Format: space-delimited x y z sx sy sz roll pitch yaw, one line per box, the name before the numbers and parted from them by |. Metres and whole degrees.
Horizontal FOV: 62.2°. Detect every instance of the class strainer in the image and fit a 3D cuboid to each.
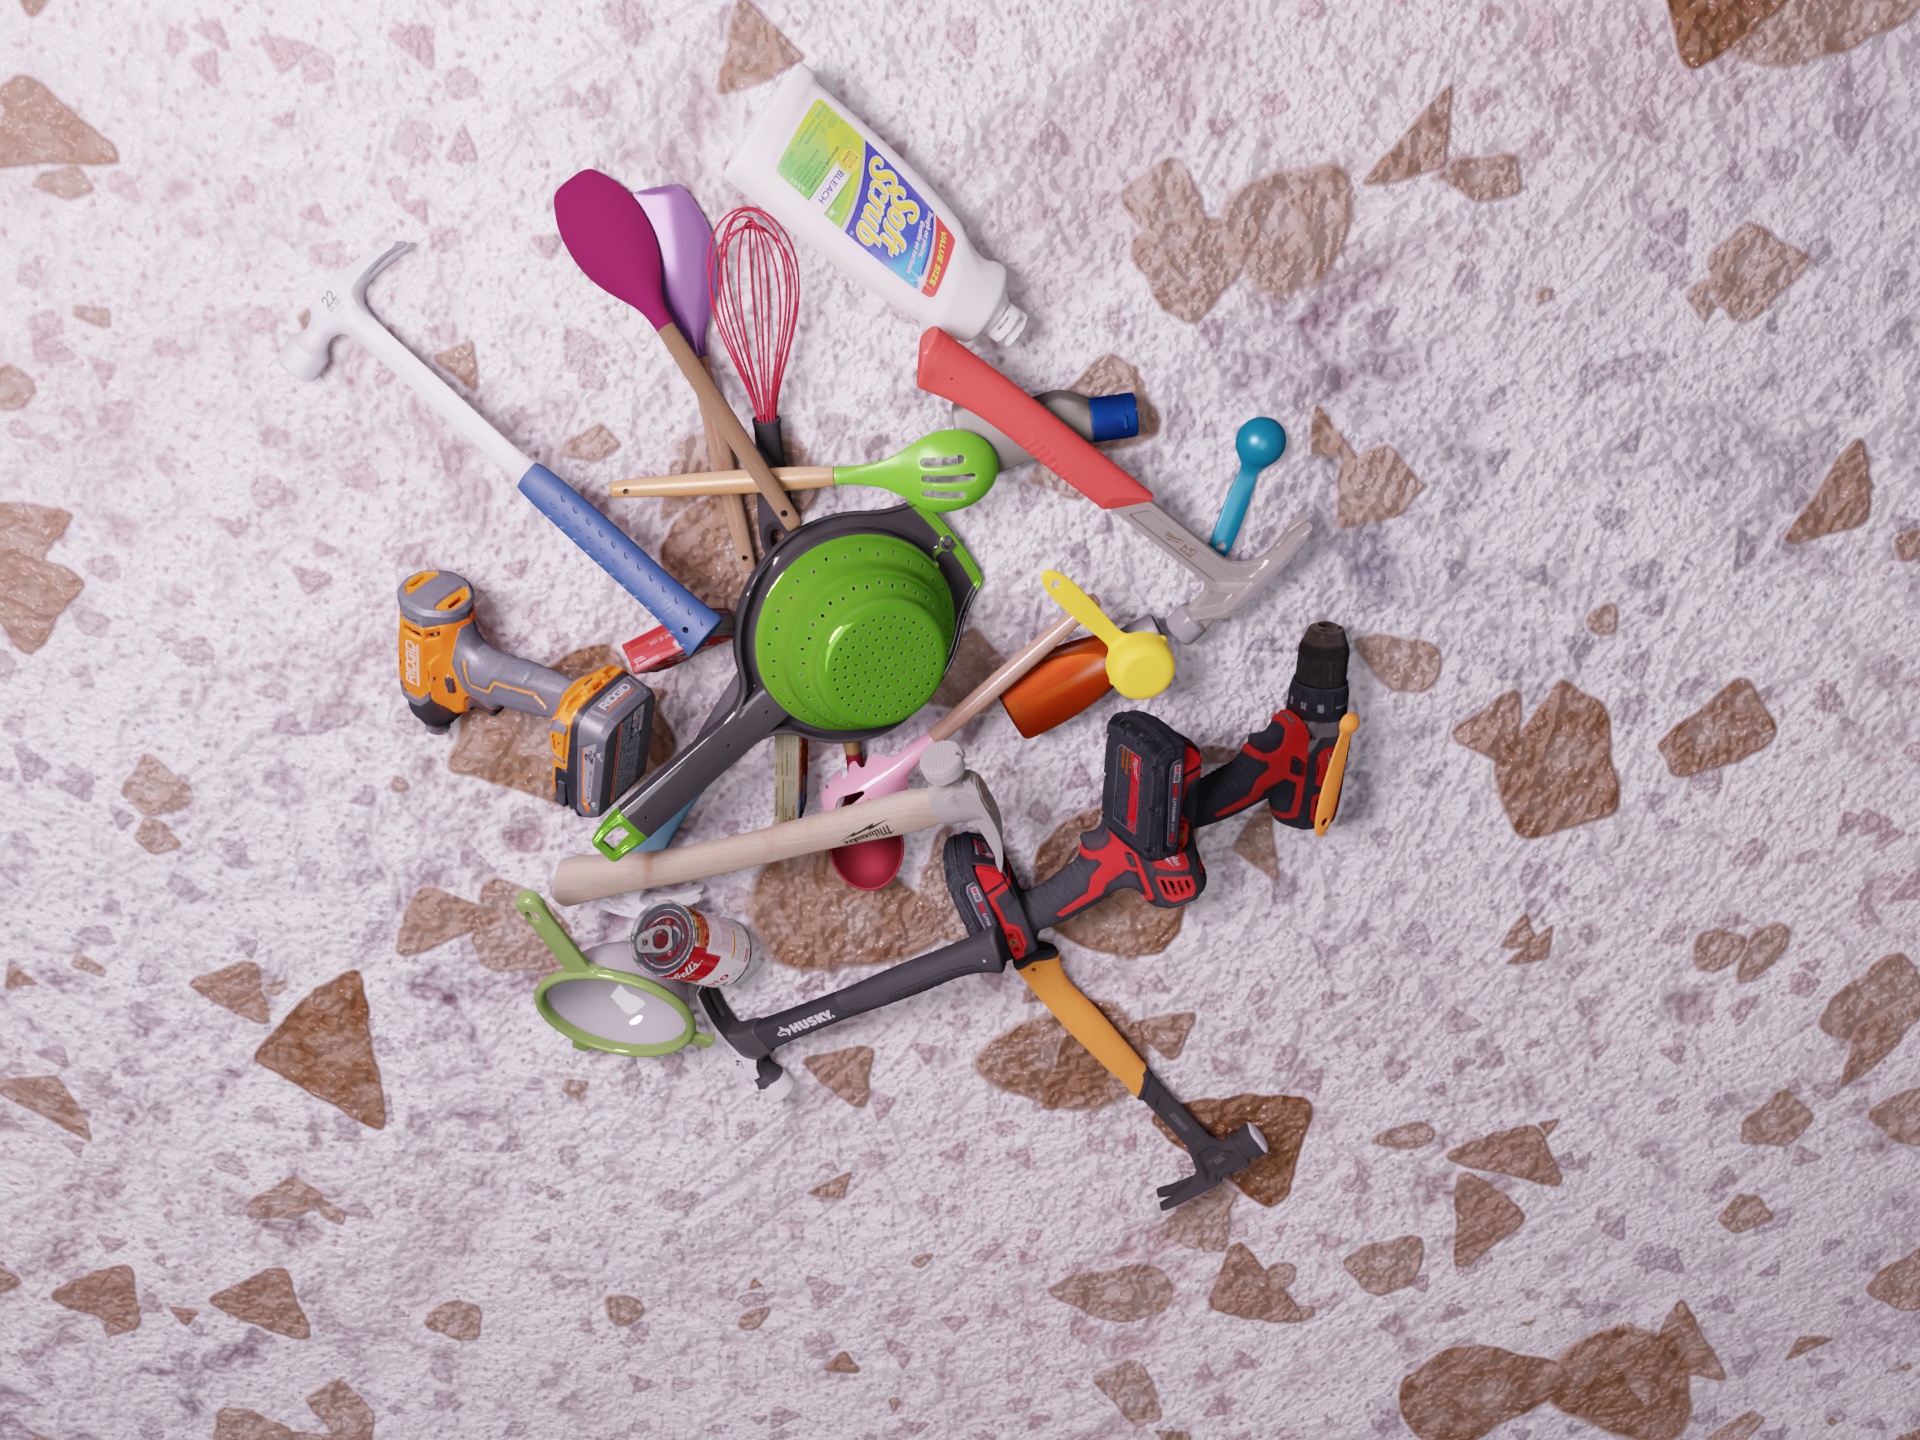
strainer | -0.330 0.215 1.451 0.151 0.069 0.256 -6 137 18

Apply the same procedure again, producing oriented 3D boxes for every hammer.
hammer | -0.348 -0.206 1.260 0.405 0.035 0.144 42 107 -2
hammer | -0.097 0.252 1.467 0.335 0.035 0.146 -26 112 29
hammer | 0.114 -0.202 1.272 0.358 0.037 0.149 34 116 -25
hammer | 0.157 0.342 1.556 0.127 0.034 0.336 -36 109 13
hammer | -0.166 0.115 1.388 0.410 0.038 0.146 -13 136 16
hammer | -0.237 0.045 1.422 0.128 0.033 0.331 30 111 -12

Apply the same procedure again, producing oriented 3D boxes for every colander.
colander | -0.138 -0.007 1.300 0.397 0.095 0.204 -41 123 -1

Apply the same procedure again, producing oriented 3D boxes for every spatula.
spatula | -0.204 -0.270 1.289 0.060 0.018 0.315 -9 113 3

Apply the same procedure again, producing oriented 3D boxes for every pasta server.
pasta server | -0.002 -0.004 1.367 0.316 0.040 0.060 -41 97 14

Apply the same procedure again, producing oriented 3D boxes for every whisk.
whisk | -0.157 -0.260 1.275 0.073 0.073 0.295 -2 120 0

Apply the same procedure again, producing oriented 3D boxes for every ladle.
ladle | -0.100 0.005 1.409 0.069 0.031 0.315 -7 112 3

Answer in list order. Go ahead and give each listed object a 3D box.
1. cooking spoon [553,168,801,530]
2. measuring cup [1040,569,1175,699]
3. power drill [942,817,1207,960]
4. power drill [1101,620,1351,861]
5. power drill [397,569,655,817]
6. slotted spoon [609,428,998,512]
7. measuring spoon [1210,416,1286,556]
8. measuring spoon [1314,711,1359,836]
cooking spoon | -0.216 -0.286 1.245 0.069 0.017 0.319 -32 96 15
measuring cup | 0.120 -0.071 1.314 0.062 0.029 0.156 -41 122 15
power drill | 0.101 0.126 1.439 0.219 0.079 0.143 -20 113 6
power drill | 0.238 0.018 1.355 0.226 0.080 0.187 -11 117 -25
power drill | -0.375 -0.012 1.338 0.226 0.084 0.164 28 133 11
slotted spoon | -0.127 -0.193 1.278 0.314 0.031 0.070 -2 121 3
measuring spoon | 0.236 -0.189 1.324 0.042 0.021 0.128 16 112 -7
measuring spoon | 0.326 0.048 1.372 0.021 0.011 0.117 -3 113 -32
